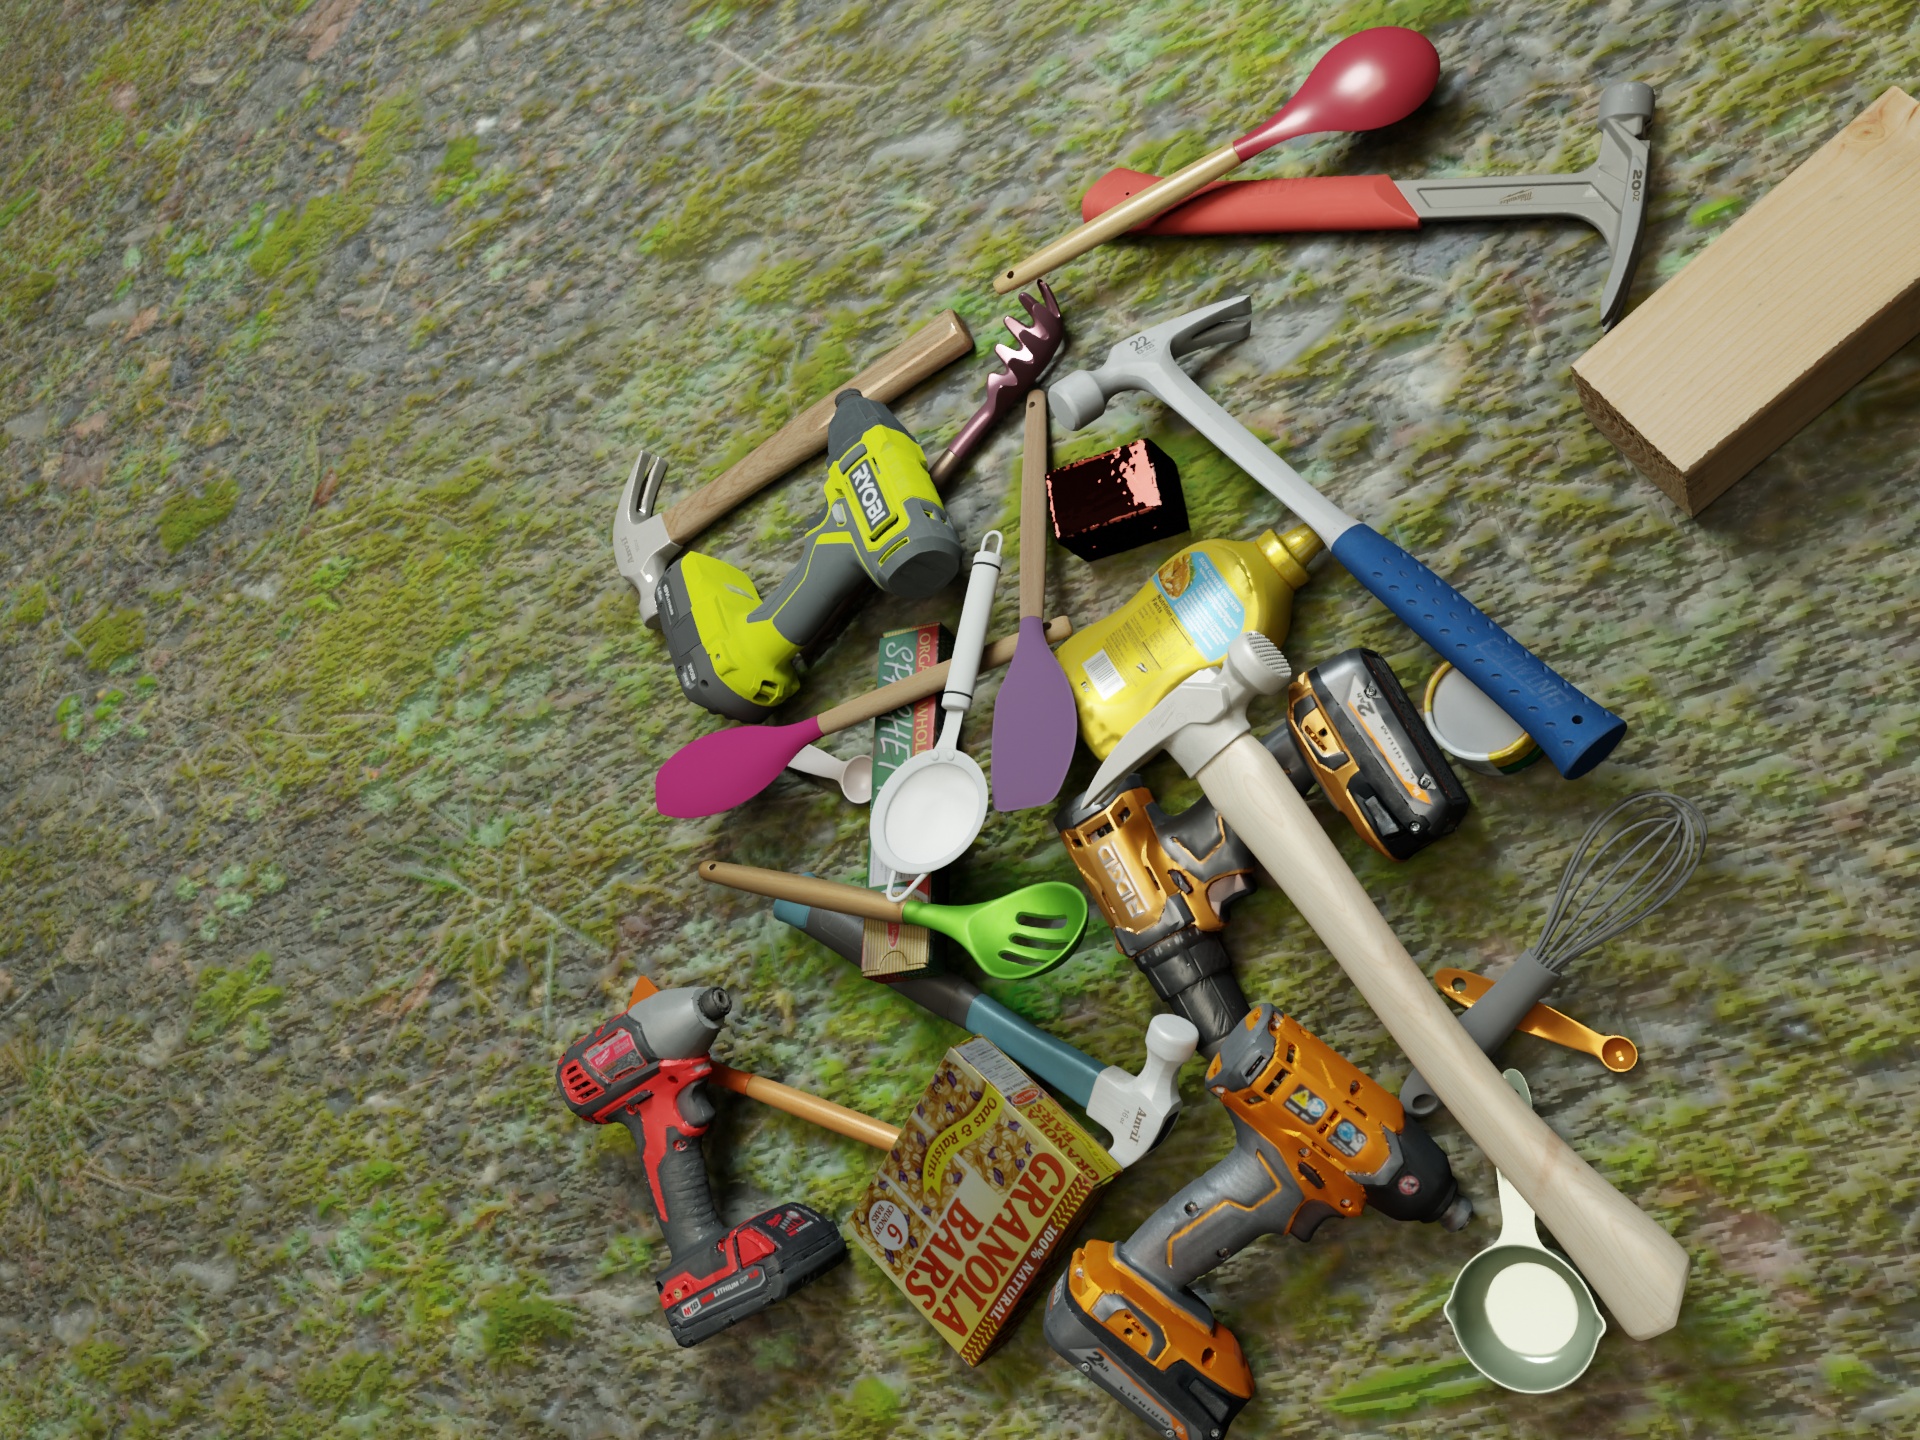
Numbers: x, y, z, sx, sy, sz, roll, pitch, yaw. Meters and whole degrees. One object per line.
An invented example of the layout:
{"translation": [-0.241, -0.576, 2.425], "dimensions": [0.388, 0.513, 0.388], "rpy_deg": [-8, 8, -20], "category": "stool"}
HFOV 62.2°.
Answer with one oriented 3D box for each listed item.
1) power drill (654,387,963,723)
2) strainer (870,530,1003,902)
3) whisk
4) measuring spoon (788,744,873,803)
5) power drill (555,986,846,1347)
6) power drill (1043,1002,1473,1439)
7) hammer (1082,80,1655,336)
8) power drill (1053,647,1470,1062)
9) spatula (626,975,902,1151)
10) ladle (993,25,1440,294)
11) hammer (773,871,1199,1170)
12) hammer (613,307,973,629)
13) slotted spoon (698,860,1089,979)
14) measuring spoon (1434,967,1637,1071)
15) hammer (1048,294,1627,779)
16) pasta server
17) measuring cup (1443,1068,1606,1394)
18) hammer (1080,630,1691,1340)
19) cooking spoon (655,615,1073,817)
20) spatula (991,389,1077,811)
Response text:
{"translation": [-0.110, -0.116, 1.122], "dimensions": [0.223, 0.080, 0.171], "rpy_deg": [-39, 55, 25], "category": "power drill"}
{"translation": [-0.002, -0.003, 1.023], "dimensions": [0.087, 0.050, 0.258], "rpy_deg": [2, 72, 34], "category": "strainer"}
{"translation": [0.317, 0.133, 0.872], "dimensions": [0.055, 0.055, 0.239], "rpy_deg": [45, 114, 27], "category": "whisk"}
{"translation": [-0.100, 0.031, 1.149], "dimensions": [0.124, 0.018, 0.034], "rpy_deg": [19, 91, 36], "category": "measuring spoon"}
{"translation": [-0.175, 0.291, 1.075], "dimensions": [0.143, 0.078, 0.220], "rpy_deg": [-34, 76, 23], "category": "power drill"}
{"translation": [0.171, 0.296, 0.905], "dimensions": [0.164, 0.084, 0.226], "rpy_deg": [37, 96, 5], "category": "power drill"}
{"translation": [0.245, -0.322, 1.018], "dimensions": [0.359, 0.036, 0.149], "rpy_deg": [8, 84, 28], "category": "hammer"}
{"translation": [0.186, 0.083, 0.948], "dimensions": [0.226, 0.084, 0.185], "rpy_deg": [-34, 74, 23], "category": "power drill"}
{"translation": [-0.120, 0.261, 1.109], "dimensions": [0.323, 0.041, 0.081], "rpy_deg": [14, 88, 25], "category": "spatula"}
{"translation": [0.157, -0.357, 1.036], "dimensions": [0.315, 0.031, 0.069], "rpy_deg": [-24, 71, 23], "category": "ladle"}
{"translation": [0.000, 0.183, 1.039], "dimensions": [0.331, 0.033, 0.128], "rpy_deg": [26, 112, 34], "category": "hammer"}
{"translation": [-0.133, -0.206, 1.200], "dimensions": [0.331, 0.031, 0.130], "rpy_deg": [-31, 68, 19], "category": "hammer"}
{"translation": [-0.051, 0.116, 1.009], "dimensions": [0.314, 0.031, 0.070], "rpy_deg": [6, 53, 36], "category": "slotted spoon"}
{"translation": [0.324, 0.167, 0.898], "dimensions": [0.117, 0.011, 0.021], "rpy_deg": [22, 98, 33], "category": "measuring spoon"}
{"translation": [0.224, -0.117, 0.932], "dimensions": [0.144, 0.035, 0.406], "rpy_deg": [-33, 57, -11], "category": "hammer"}
{"translation": [-0.026, -0.173, 1.133], "dimensions": [0.316, 0.040, 0.060], "rpy_deg": [-51, 21, 13], "category": "pasta server"}
{"translation": [0.308, 0.276, 0.869], "dimensions": [0.083, 0.038, 0.168], "rpy_deg": [-5, 76, 27], "category": "measuring cup"}
{"translation": [0.231, 0.153, 0.864], "dimensions": [0.146, 0.038, 0.411], "rpy_deg": [-44, 73, 27], "category": "hammer"}
{"translation": [-0.072, -0.006, 1.080], "dimensions": [0.319, 0.017, 0.069], "rpy_deg": [-22, 52, 14], "category": "cooking spoon"}
{"translation": [0.049, -0.088, 1.044], "dimensions": [0.060, 0.018, 0.316], "rpy_deg": [-13, 60, 26], "category": "spatula"}
